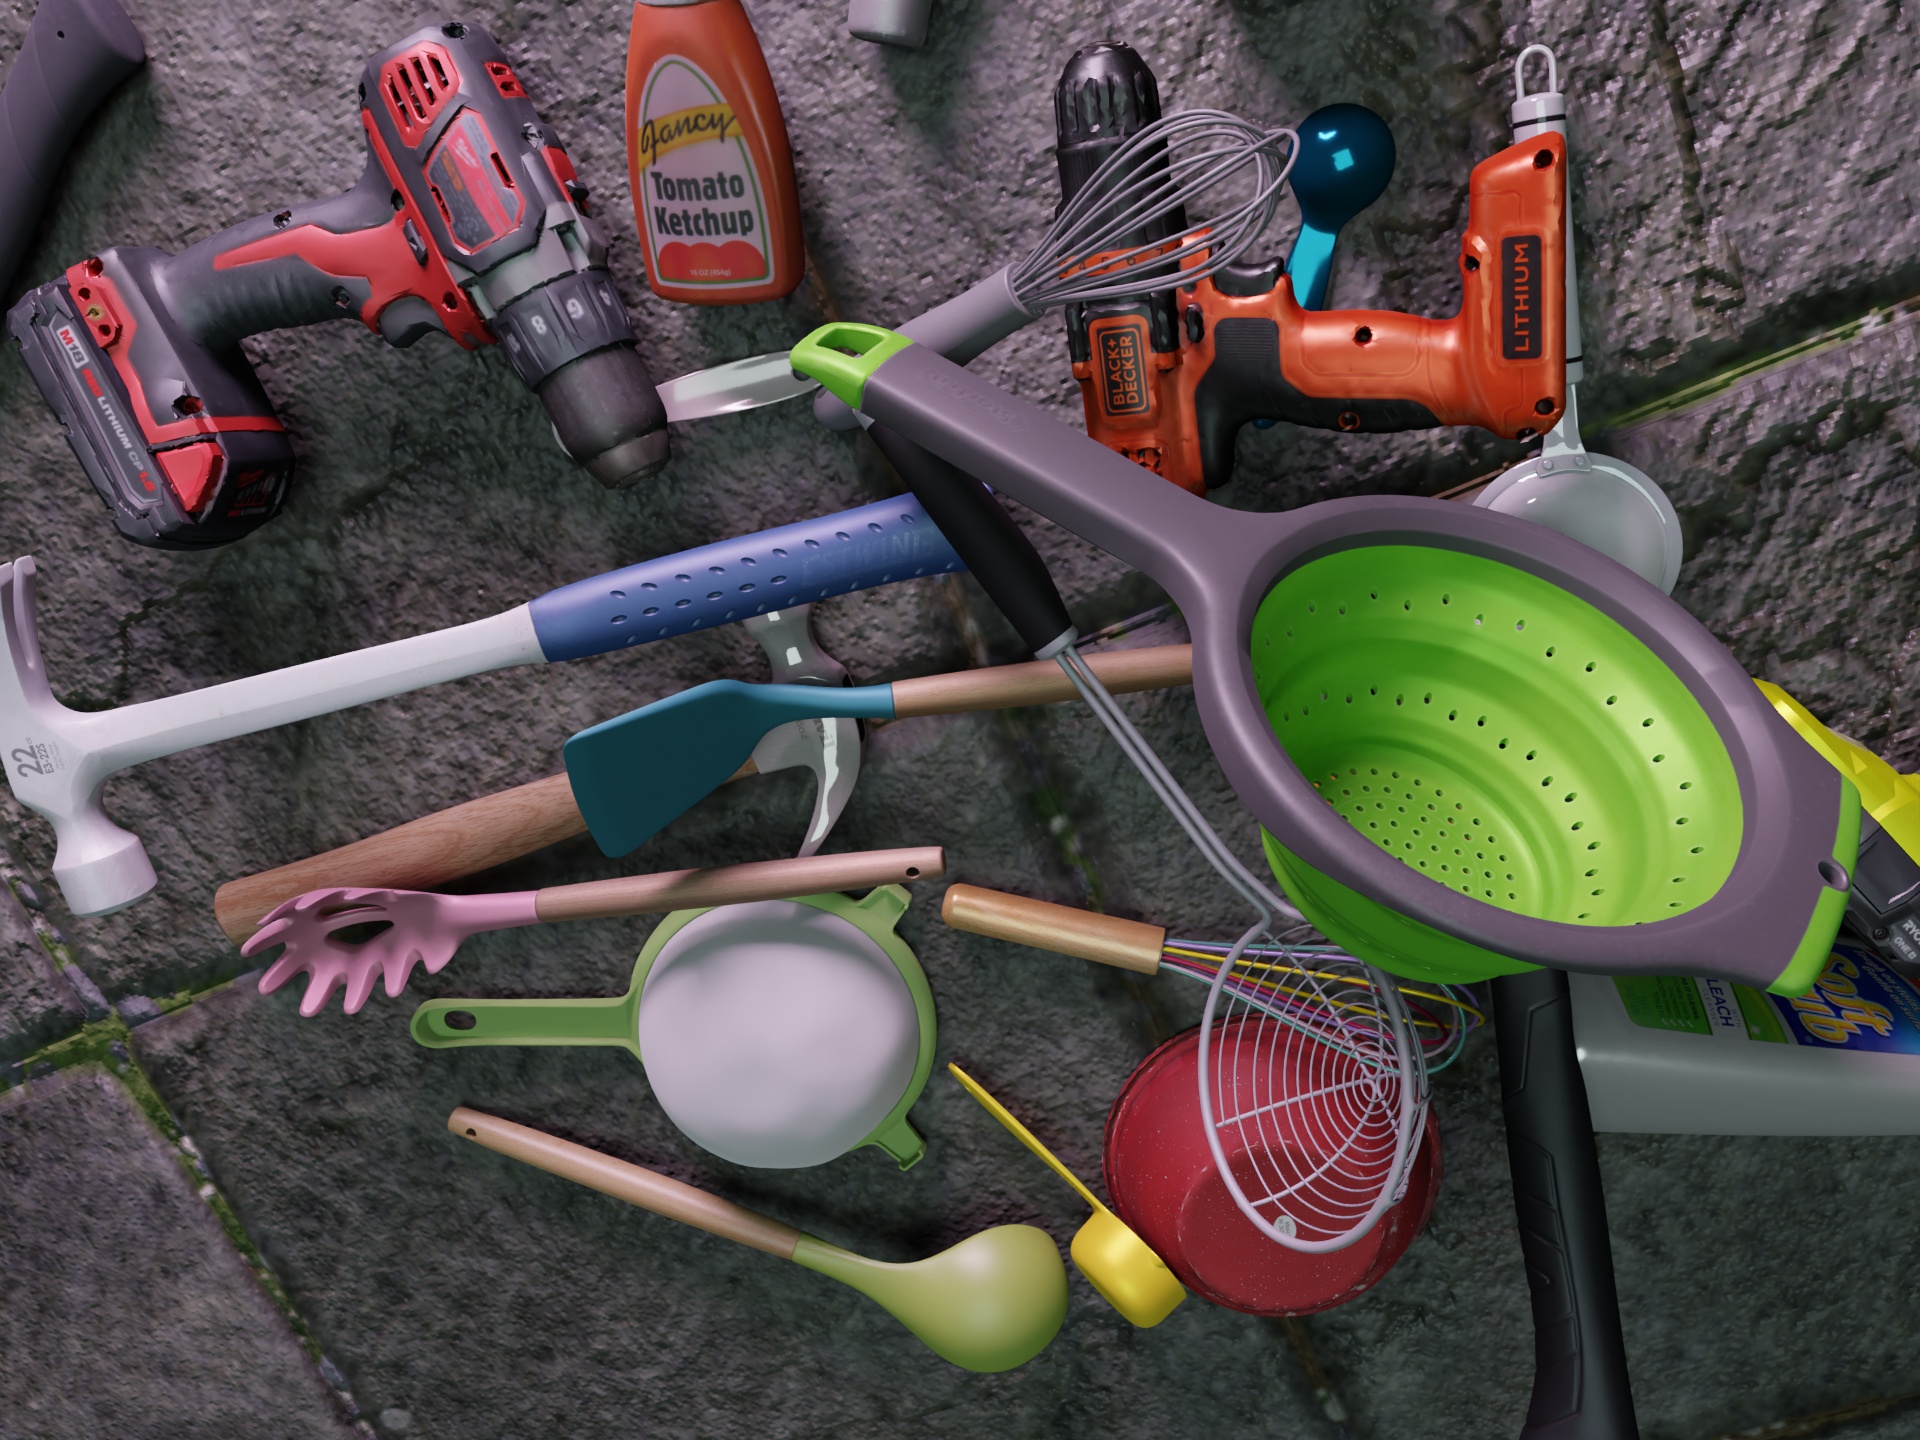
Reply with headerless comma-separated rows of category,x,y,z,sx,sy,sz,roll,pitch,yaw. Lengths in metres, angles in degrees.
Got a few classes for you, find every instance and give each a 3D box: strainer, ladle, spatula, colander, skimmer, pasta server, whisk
strainer,0.234,-0.129,0.625,0.087,0.050,0.258,-5,104,20
strainer,-0.141,0.154,0.743,0.256,0.069,0.151,-1,108,5
ladle,-0.102,0.244,0.790,0.320,0.062,0.078,17,111,8
spatula,-0.001,-0.002,0.667,0.317,0.044,0.082,-8,140,-2
colander,0.102,-0.019,0.568,0.397,0.204,0.094,31,139,14
skimmer,0.055,0.034,0.611,0.363,0.090,0.127,53,149,-4
pasta server,-0.162,0.084,0.706,0.316,0.040,0.060,-7,119,8
whisk,0.111,0.111,0.717,0.245,0.047,0.051,12,97,7
whisk,0.023,-0.156,0.590,0.239,0.055,0.055,-20,107,43

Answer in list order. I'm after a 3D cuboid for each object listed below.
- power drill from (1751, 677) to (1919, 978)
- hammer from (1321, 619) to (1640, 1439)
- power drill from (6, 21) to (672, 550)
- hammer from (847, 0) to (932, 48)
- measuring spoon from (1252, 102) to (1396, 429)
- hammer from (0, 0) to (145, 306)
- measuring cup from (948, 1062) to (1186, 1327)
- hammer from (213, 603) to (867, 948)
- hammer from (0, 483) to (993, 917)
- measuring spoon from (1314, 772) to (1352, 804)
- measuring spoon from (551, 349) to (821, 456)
power drill,0.407,-0.029,0.617,0.228,0.080,0.190,-43,93,15
hammer,0.226,0.121,0.608,0.146,0.035,0.335,-8,81,20
power drill,-0.241,-0.147,0.648,0.226,0.080,0.188,-25,97,10
hammer,-0.177,-0.356,0.599,0.359,0.037,0.149,9,109,3
measuring spoon,0.138,-0.177,0.627,0.042,0.021,0.128,15,108,2
hammer,-0.467,-0.143,0.703,0.149,0.036,0.409,36,108,-4
measuring cup,0.043,0.227,0.755,0.156,0.062,0.029,45,75,1
hammer,-0.198,0.047,0.735,0.331,0.031,0.130,-19,104,13
hammer,-0.183,-0.038,0.643,0.405,0.035,0.144,-15,108,-3
measuring spoon,0.165,0.008,0.690,0.021,0.011,0.117,12,109,3
measuring spoon,-0.112,-0.137,0.677,0.124,0.018,0.034,-13,95,4
